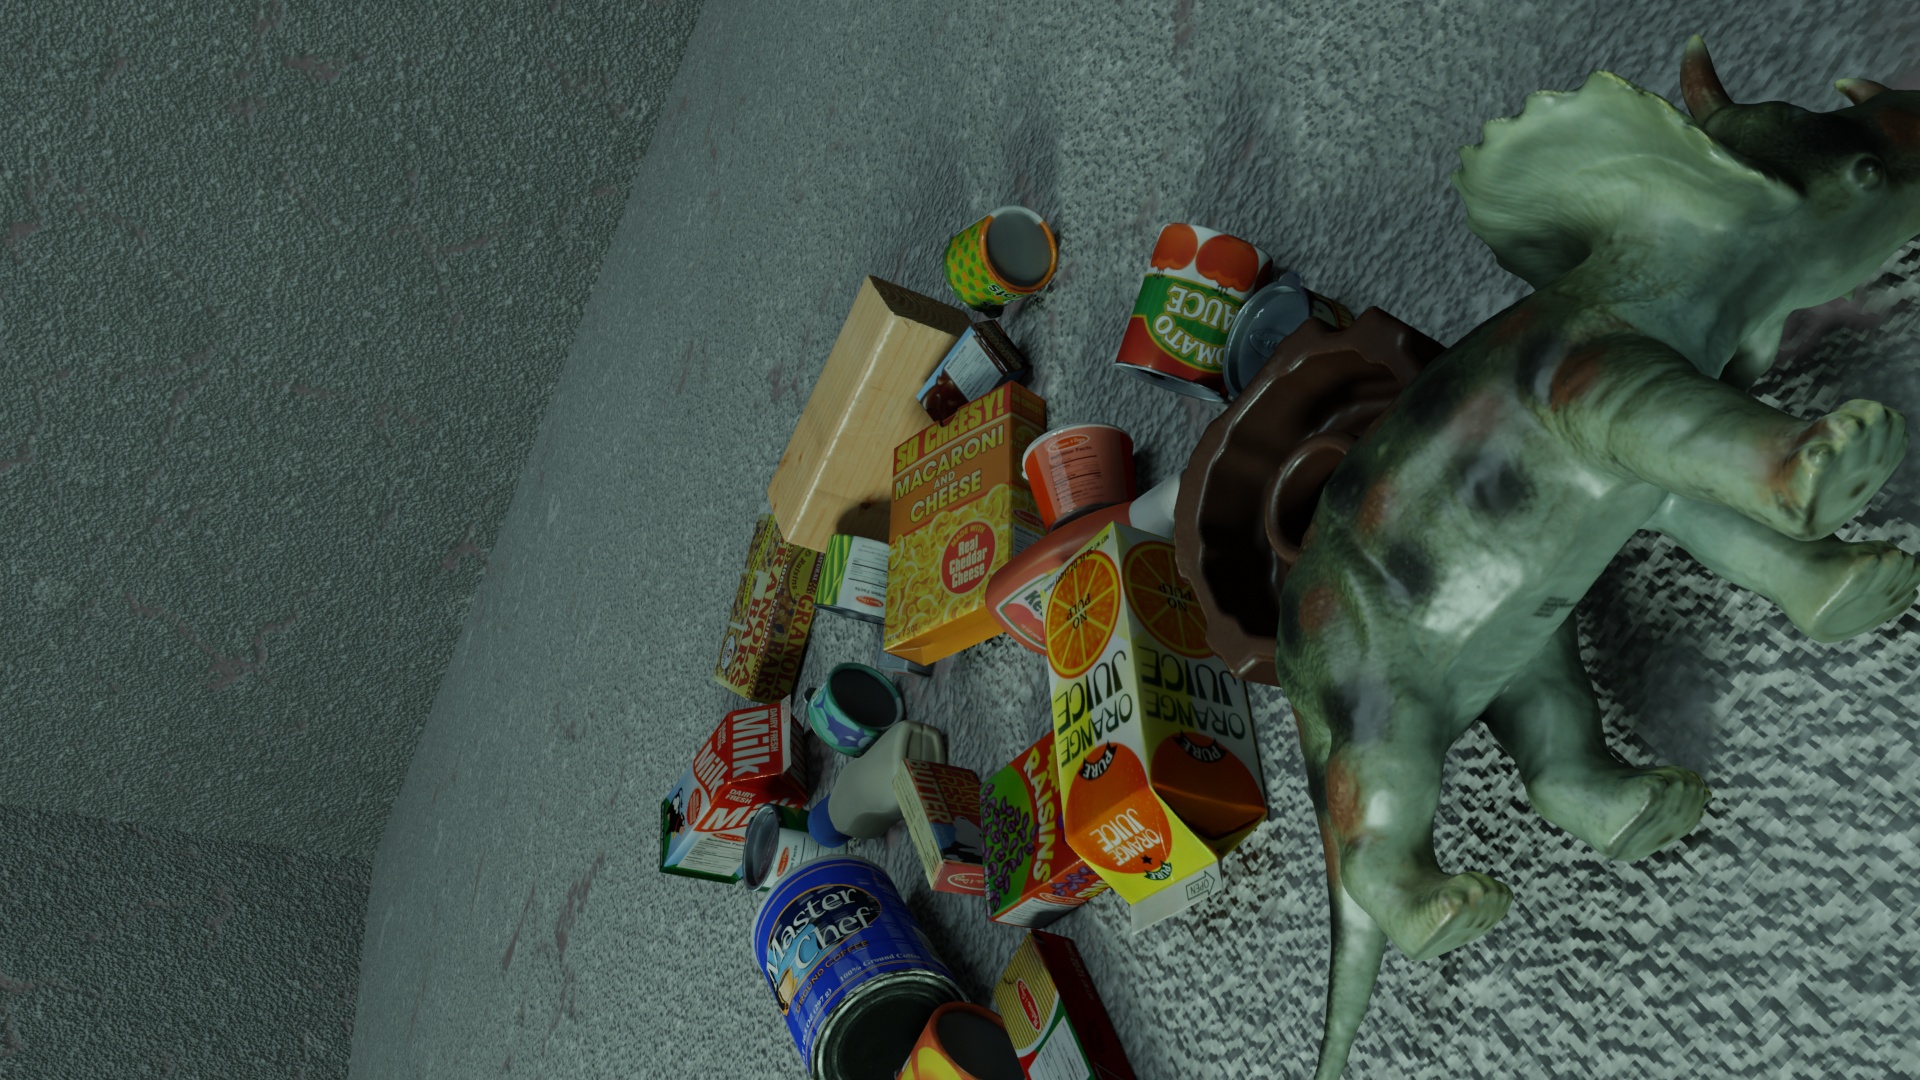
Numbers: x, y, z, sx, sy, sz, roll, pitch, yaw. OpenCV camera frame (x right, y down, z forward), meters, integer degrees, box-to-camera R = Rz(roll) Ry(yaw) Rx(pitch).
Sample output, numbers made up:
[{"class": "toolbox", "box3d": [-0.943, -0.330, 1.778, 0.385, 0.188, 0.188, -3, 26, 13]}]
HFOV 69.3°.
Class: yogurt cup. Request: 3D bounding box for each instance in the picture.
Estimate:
[{"class": "yogurt cup", "box3d": [0.074, -0.031, 0.827, 0.072, 0.072, 0.054, -43, 47, 45]}]

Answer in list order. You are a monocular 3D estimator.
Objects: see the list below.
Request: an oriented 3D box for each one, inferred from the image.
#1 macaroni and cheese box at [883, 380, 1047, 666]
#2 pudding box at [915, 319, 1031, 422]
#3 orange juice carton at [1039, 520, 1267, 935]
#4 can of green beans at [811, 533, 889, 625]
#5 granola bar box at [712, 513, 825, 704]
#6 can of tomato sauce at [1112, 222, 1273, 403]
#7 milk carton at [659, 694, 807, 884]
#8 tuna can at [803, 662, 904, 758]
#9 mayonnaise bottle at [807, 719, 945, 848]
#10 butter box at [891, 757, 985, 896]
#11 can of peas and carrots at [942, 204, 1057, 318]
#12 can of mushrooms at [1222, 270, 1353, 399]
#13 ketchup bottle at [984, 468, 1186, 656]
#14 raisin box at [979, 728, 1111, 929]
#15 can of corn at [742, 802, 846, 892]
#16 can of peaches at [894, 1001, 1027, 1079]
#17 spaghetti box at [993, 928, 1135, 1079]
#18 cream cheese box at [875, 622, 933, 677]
[{"class": "macaroni and cheese box", "box3d": [0.003, -0.012, 0.952, 0.123, 0.040, 0.167, -27, 51, 39]}, {"class": "pudding box", "box3d": [0.008, -0.116, 1.019, 0.050, 0.030, 0.083, 53, 131, 14]}, {"class": "orange juice carton", "box3d": [0.095, 0.094, 0.697, 0.071, 0.073, 0.193, -45, 38, 43]}, {"class": "can of green beans", "box3d": [-0.076, 0.031, 1.078, 0.071, 0.071, 0.058, -5, 70, 62]}, {"class": "granola bar box", "box3d": [-0.172, 0.062, 1.276, 0.124, 0.039, 0.165, 7, 80, 64]}, {"class": "can of tomato sauce", "box3d": [0.130, -0.126, 0.770, 0.071, 0.071, 0.083, 23, 95, 64]}, {"class": "milk carton", "box3d": [-0.185, 0.210, 1.172, 0.189, 0.073, 0.073, -51, 33, 37]}, {"class": "tuna can", "box3d": [-0.079, 0.122, 1.022, 0.032, 0.071, 0.071, -53, 32, 32]}, {"class": "mayonnaise bottle", "box3d": [-0.062, 0.181, 0.990, 0.147, 0.041, 0.065, -42, 38, 48]}, {"class": "butter box", "box3d": [-0.005, 0.177, 0.864, 0.024, 0.053, 0.104, -66, 26, 20]}, {"class": "can of peas and carrots", "box3d": [0.029, -0.204, 1.017, 0.058, 0.071, 0.071, -13, 63, 60]}, {"class": "can of mushrooms", "box3d": [0.170, -0.100, 0.715, 0.070, 0.033, 0.071, -42, 39, 47]}, {"class": "ketchup bottle", "box3d": [0.083, 0.011, 0.790, 0.148, 0.064, 0.044, -38, 23, 37]}, {"class": "raisin box", "box3d": [0.059, 0.154, 0.770, 0.122, 0.040, 0.086, -46, 36, 44]}, {"class": "can of corn", "box3d": [-0.127, 0.237, 1.060, 0.071, 0.058, 0.071, -41, 41, 48]}, {"class": "can of peaches", "box3d": [0.000, 0.297, 0.765, 0.058, 0.071, 0.071, -63, 28, 18]}, {"class": "spaghetti box", "box3d": [0.072, 0.296, 0.668, 0.050, 0.029, 0.251, -62, 28, 20]}, {"class": "cream cheese box", "box3d": [-0.032, 0.048, 1.028, 0.053, 0.024, 0.104, -7, 69, 61]}]
